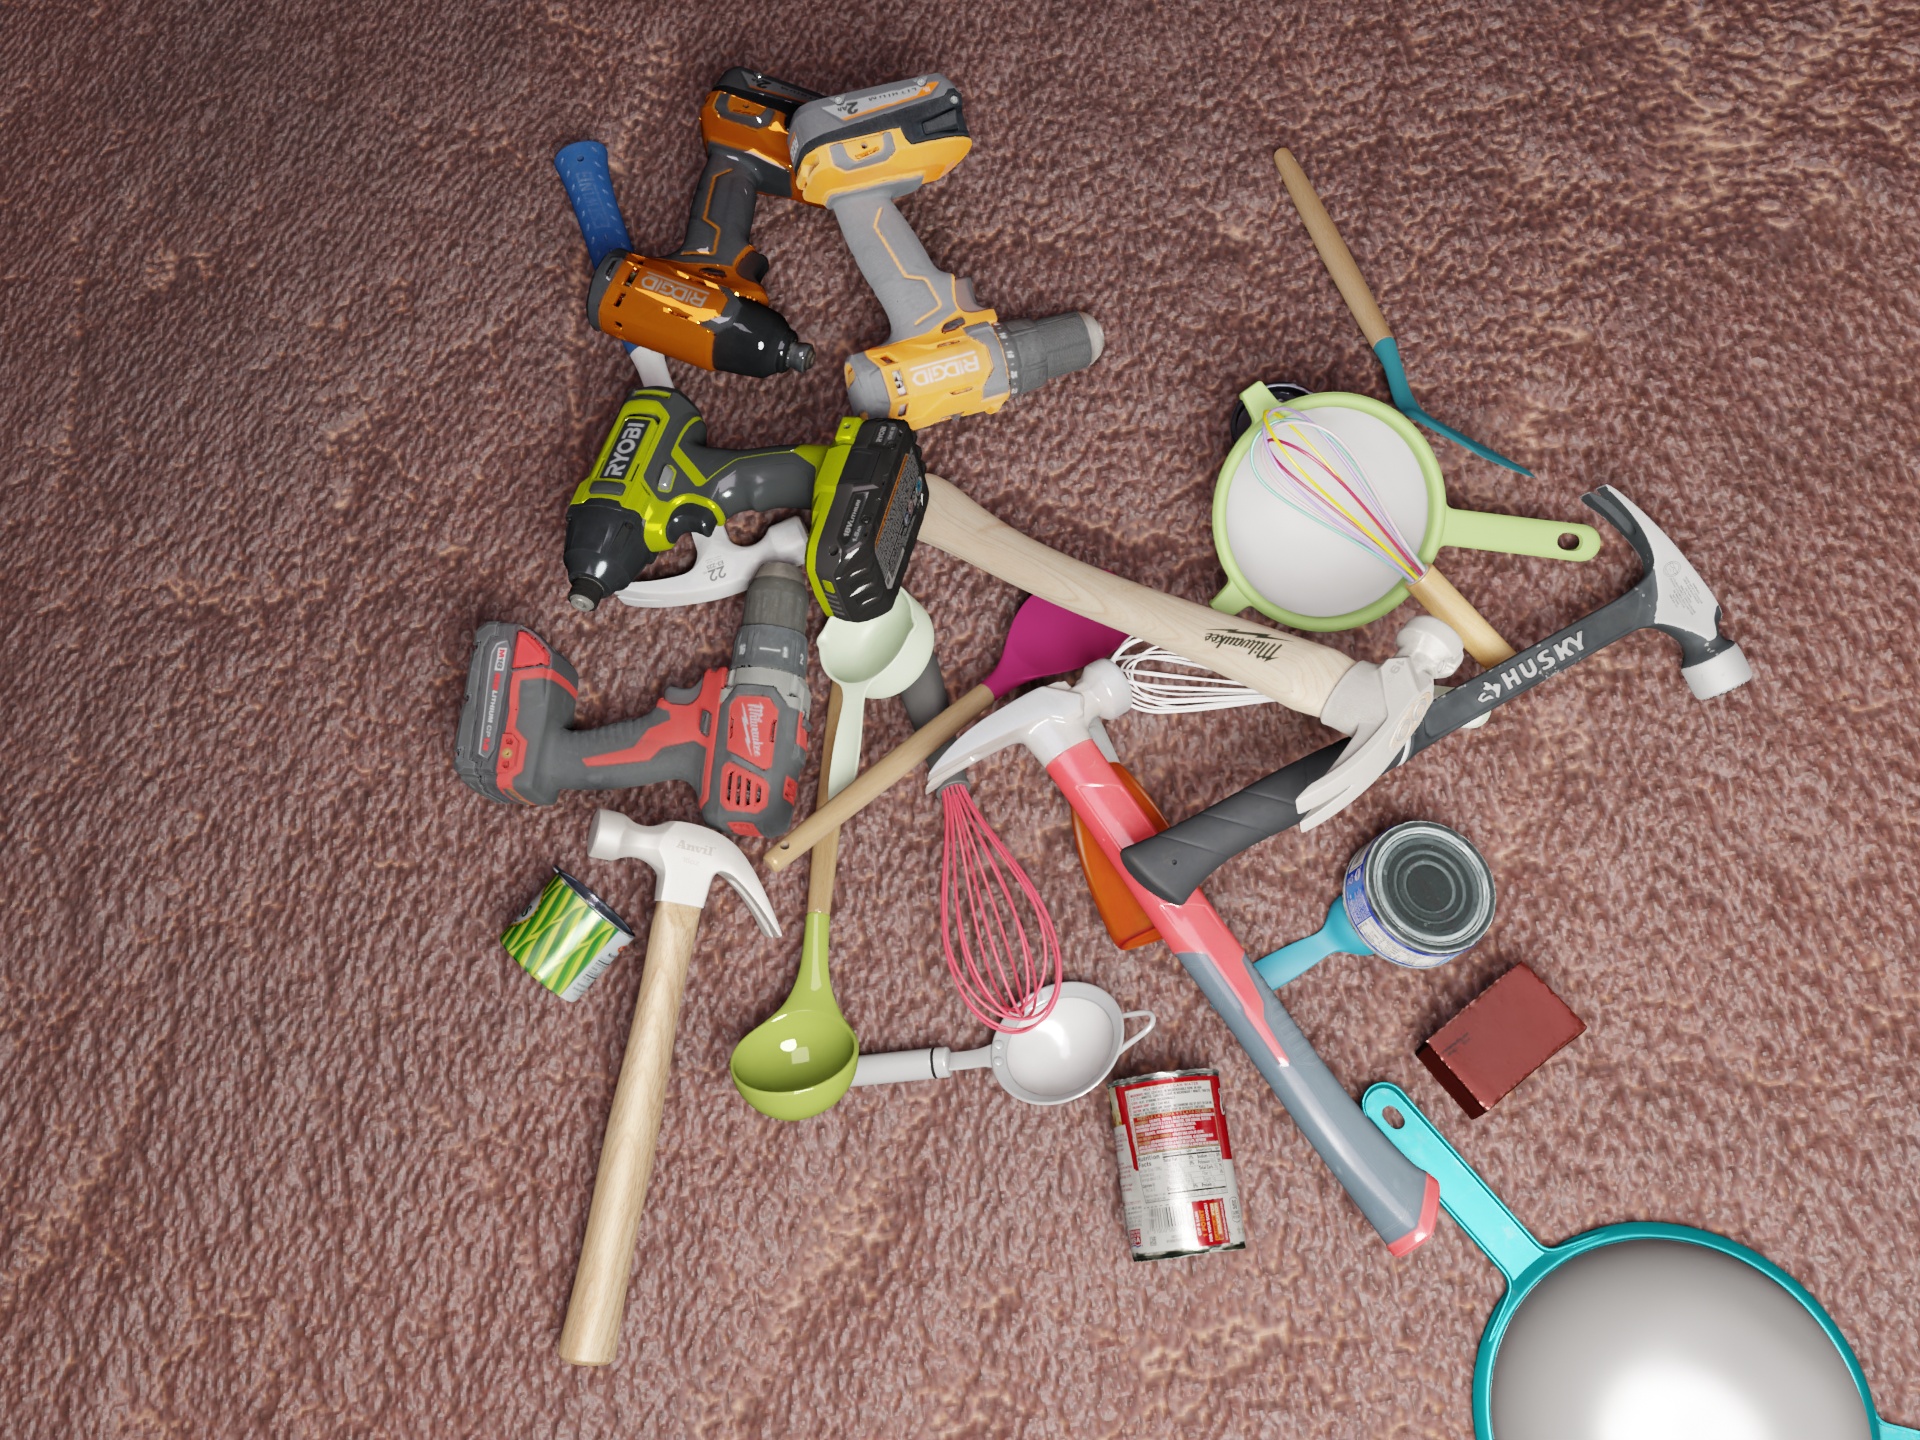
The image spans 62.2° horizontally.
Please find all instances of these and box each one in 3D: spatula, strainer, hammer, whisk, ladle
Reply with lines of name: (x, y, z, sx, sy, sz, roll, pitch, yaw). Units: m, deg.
spatula: (0.291, -0.286, 1.097, 0.044, 0.082, 0.318, -39, 60, 36)
strainer: (0.345, 0.328, 0.857, 0.211, 0.095, 0.341, -40, 71, -5)
hammer: (0.277, -0.002, 0.953, 0.409, 0.036, 0.149, -27, 87, -11)
hammer: (-0.196, 0.228, 0.993, 0.130, 0.031, 0.331, 14, 80, -22)
whisk: (0.215, -0.020, 1.023, 0.246, 0.059, 0.057, 7, 111, 7)
whisk: (0.269, -0.103, 0.987, 0.245, 0.047, 0.051, 43, 93, -13)
hammer: (0.134, 0.145, 0.931, 0.143, 0.038, 0.387, -29, 70, -17)
whisk: (0.000, 0.062, 1.019, 0.073, 0.073, 0.296, -19, 61, 3)
strainer: (-0.003, 0.211, 0.984, 0.258, 0.050, 0.087, -8, 43, 13)
hammer: (-0.237, -0.265, 1.183, 0.144, 0.035, 0.406, -22, 70, 1)
ladle: (-0.091, 0.095, 1.015, 0.078, 0.062, 0.320, -1, 64, 11)
strainer: (0.284, -0.131, 1.040, 0.256, 0.069, 0.151, 6, 99, -6)
hammer: (0.093, -0.068, 0.995, 0.411, 0.038, 0.146, 27, 64, 35)

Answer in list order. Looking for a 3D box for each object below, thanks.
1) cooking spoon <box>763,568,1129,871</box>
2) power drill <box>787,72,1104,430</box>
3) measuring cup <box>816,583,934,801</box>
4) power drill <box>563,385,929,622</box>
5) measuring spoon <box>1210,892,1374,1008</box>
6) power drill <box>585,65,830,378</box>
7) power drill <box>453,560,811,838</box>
cooking spoon: (-0.002, -0.003, 1.022, 0.319, 0.017, 0.069, -38, 68, -24)
power drill: (-0.010, -0.324, 1.108, 0.185, 0.084, 0.226, -17, 93, -12)
measuring cup: (-0.059, -0.009, 1.041, 0.083, 0.038, 0.168, -7, 64, 34)
power drill: (-0.146, -0.136, 1.050, 0.223, 0.080, 0.171, 7, 60, 17)
measuring spoon: (0.211, 0.143, 0.979, 0.128, 0.021, 0.042, -29, 69, -3)
power drill: (-0.151, -0.352, 1.159, 0.164, 0.084, 0.227, 21, 70, 6)
power drill: (-0.210, -0.021, 1.075, 0.226, 0.080, 0.188, 4, 75, 7)
